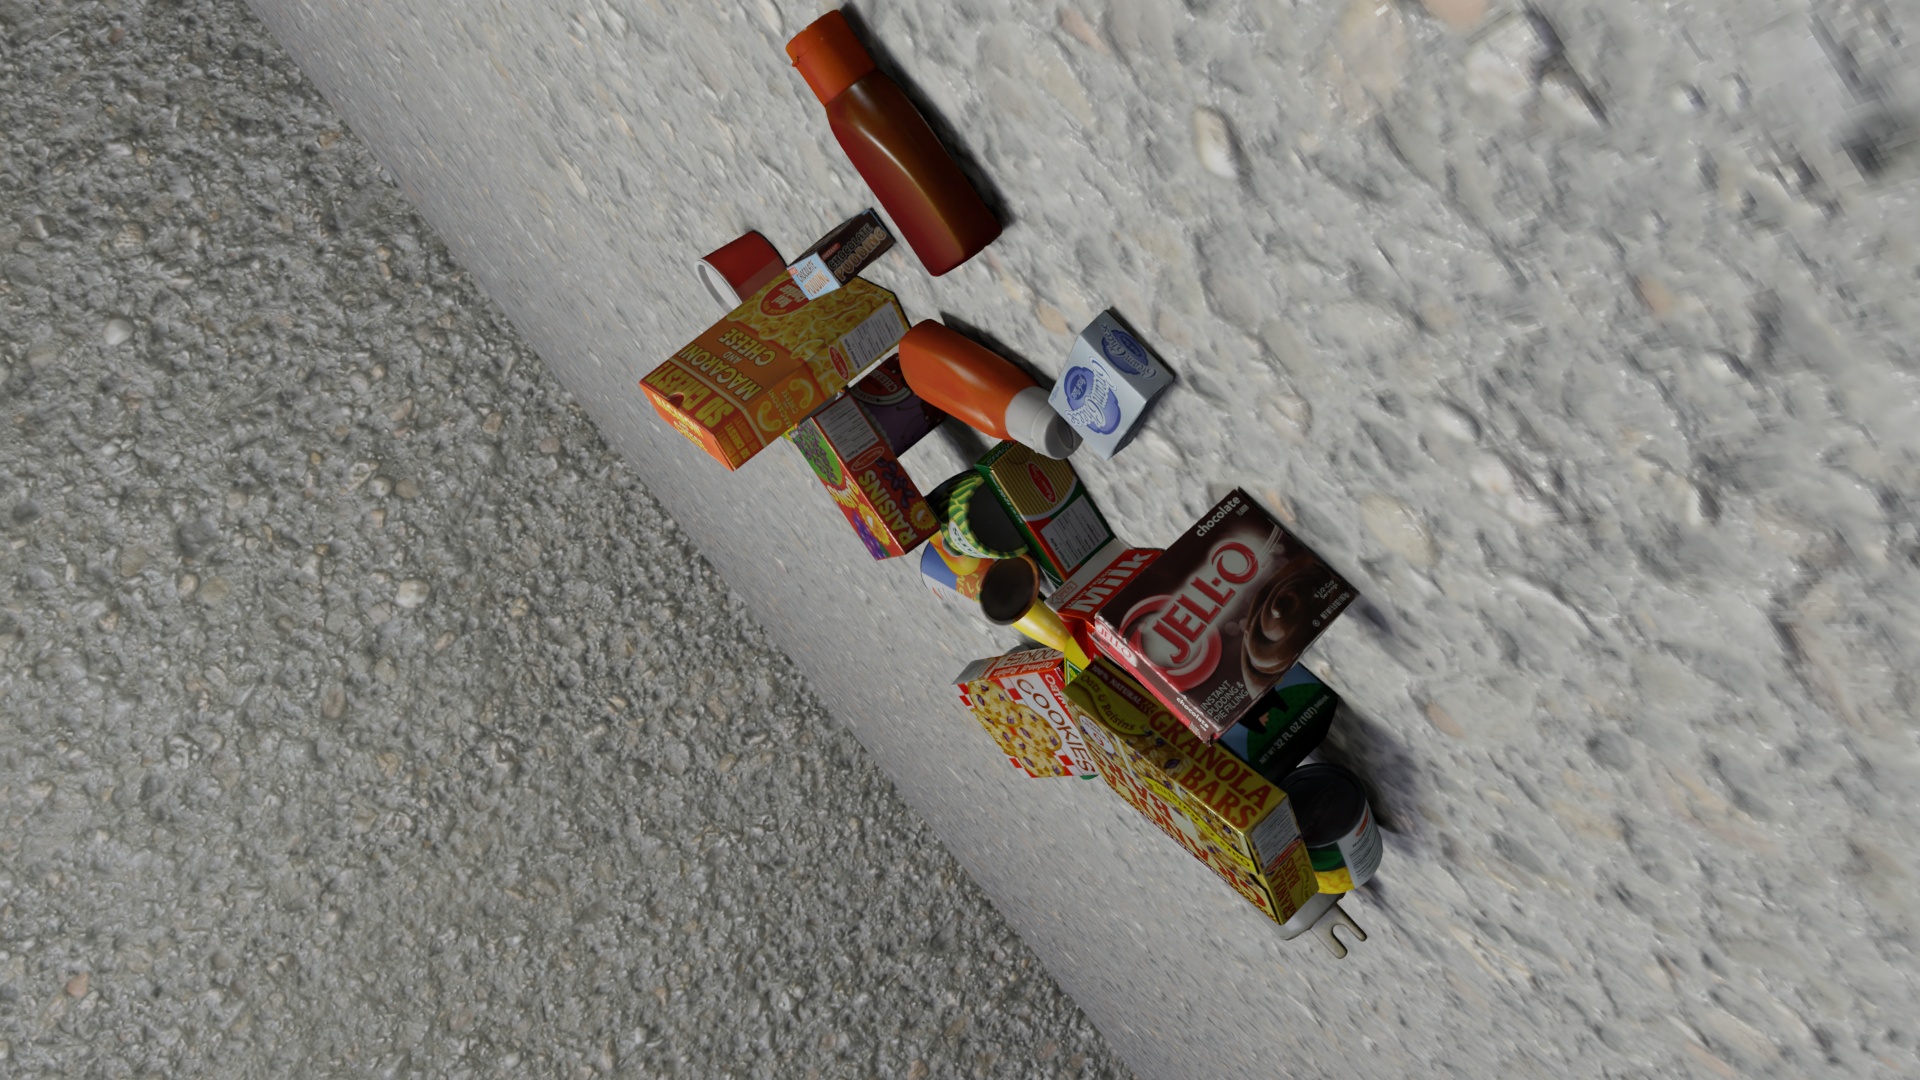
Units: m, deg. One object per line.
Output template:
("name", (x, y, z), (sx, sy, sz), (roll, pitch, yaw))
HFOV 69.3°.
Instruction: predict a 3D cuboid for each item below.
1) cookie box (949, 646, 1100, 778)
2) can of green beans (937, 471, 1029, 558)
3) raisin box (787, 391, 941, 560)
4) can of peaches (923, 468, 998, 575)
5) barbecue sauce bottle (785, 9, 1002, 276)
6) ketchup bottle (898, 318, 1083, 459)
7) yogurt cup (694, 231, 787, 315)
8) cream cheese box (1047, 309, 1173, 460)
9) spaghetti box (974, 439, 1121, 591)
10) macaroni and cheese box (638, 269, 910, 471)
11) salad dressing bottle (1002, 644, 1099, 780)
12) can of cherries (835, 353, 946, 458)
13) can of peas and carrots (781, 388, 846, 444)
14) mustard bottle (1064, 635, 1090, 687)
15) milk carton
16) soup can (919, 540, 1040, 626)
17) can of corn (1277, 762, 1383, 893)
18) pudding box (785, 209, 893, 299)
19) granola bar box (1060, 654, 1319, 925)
("cookie box", (0.081, 0.159, 1.268), (0.122, 0.040, 0.167), (53, 147, -14))
("can of green beans", (0.023, -0.019, 1.033), (0.071, 0.071, 0.058), (53, 164, -12))
("raisin box", (-0.073, -0.046, 1.050), (0.123, 0.040, 0.086), (56, 161, -7))
("can of peaches", (0.004, -0.014, 1.100), (0.058, 0.071, 0.071), (54, 164, -21))
("barbecue sauce bottle", (-0.038, -0.217, 0.764), (0.148, 0.044, 0.065), (53, 164, -13))
("ketchup bottle", (0.020, -0.094, 0.899), (0.149, 0.043, 0.064), (34, 160, 45))
("yogurt cup", (-0.177, -0.218, 1.145), (0.072, 0.054, 0.072), (45, 164, 16))
("cream cheese box", (0.083, -0.085, 0.780), (0.053, 0.024, 0.103), (46, 165, 7))
("spaghetti box", (0.095, 0.029, 0.976), (0.249, 0.050, 0.029), (56, 166, -23))
("macaroni and cheese box", (-0.137, -0.134, 1.013), (0.124, 0.167, 0.040), (33, 157, 46))
("salad dressing bottle", (0.091, 0.169, 1.355), (0.147, 0.044, 0.064), (53, 160, -16))
("can of cherries", (-0.054, -0.103, 1.065), (0.071, 0.058, 0.071), (46, 165, 16))
("can of peas and carrots", (-0.133, -0.117, 1.248), (0.059, 0.071, 0.070), (30, 156, 49))
("mustard bottle", (0.115, 0.121, 1.122), (0.065, 0.049, 0.159), (42, 156, 26))
("milk carton", (0.145, 0.077, 0.906), (0.191, 0.072, 0.073), (43, 164, 25))
("soup can", (0.018, 0.026, 1.164), (0.084, 0.071, 0.071), (25, 152, 49))
("can of corn", (0.240, 0.191, 0.924), (0.071, 0.071, 0.058), (31, 157, 49))
("pudding box", (-0.082, -0.193, 0.940), (0.030, 0.050, 0.083), (52, 166, -16))
("granola bar box", (0.146, 0.160, 0.893), (0.166, 0.039, 0.123), (36, 162, 42))
